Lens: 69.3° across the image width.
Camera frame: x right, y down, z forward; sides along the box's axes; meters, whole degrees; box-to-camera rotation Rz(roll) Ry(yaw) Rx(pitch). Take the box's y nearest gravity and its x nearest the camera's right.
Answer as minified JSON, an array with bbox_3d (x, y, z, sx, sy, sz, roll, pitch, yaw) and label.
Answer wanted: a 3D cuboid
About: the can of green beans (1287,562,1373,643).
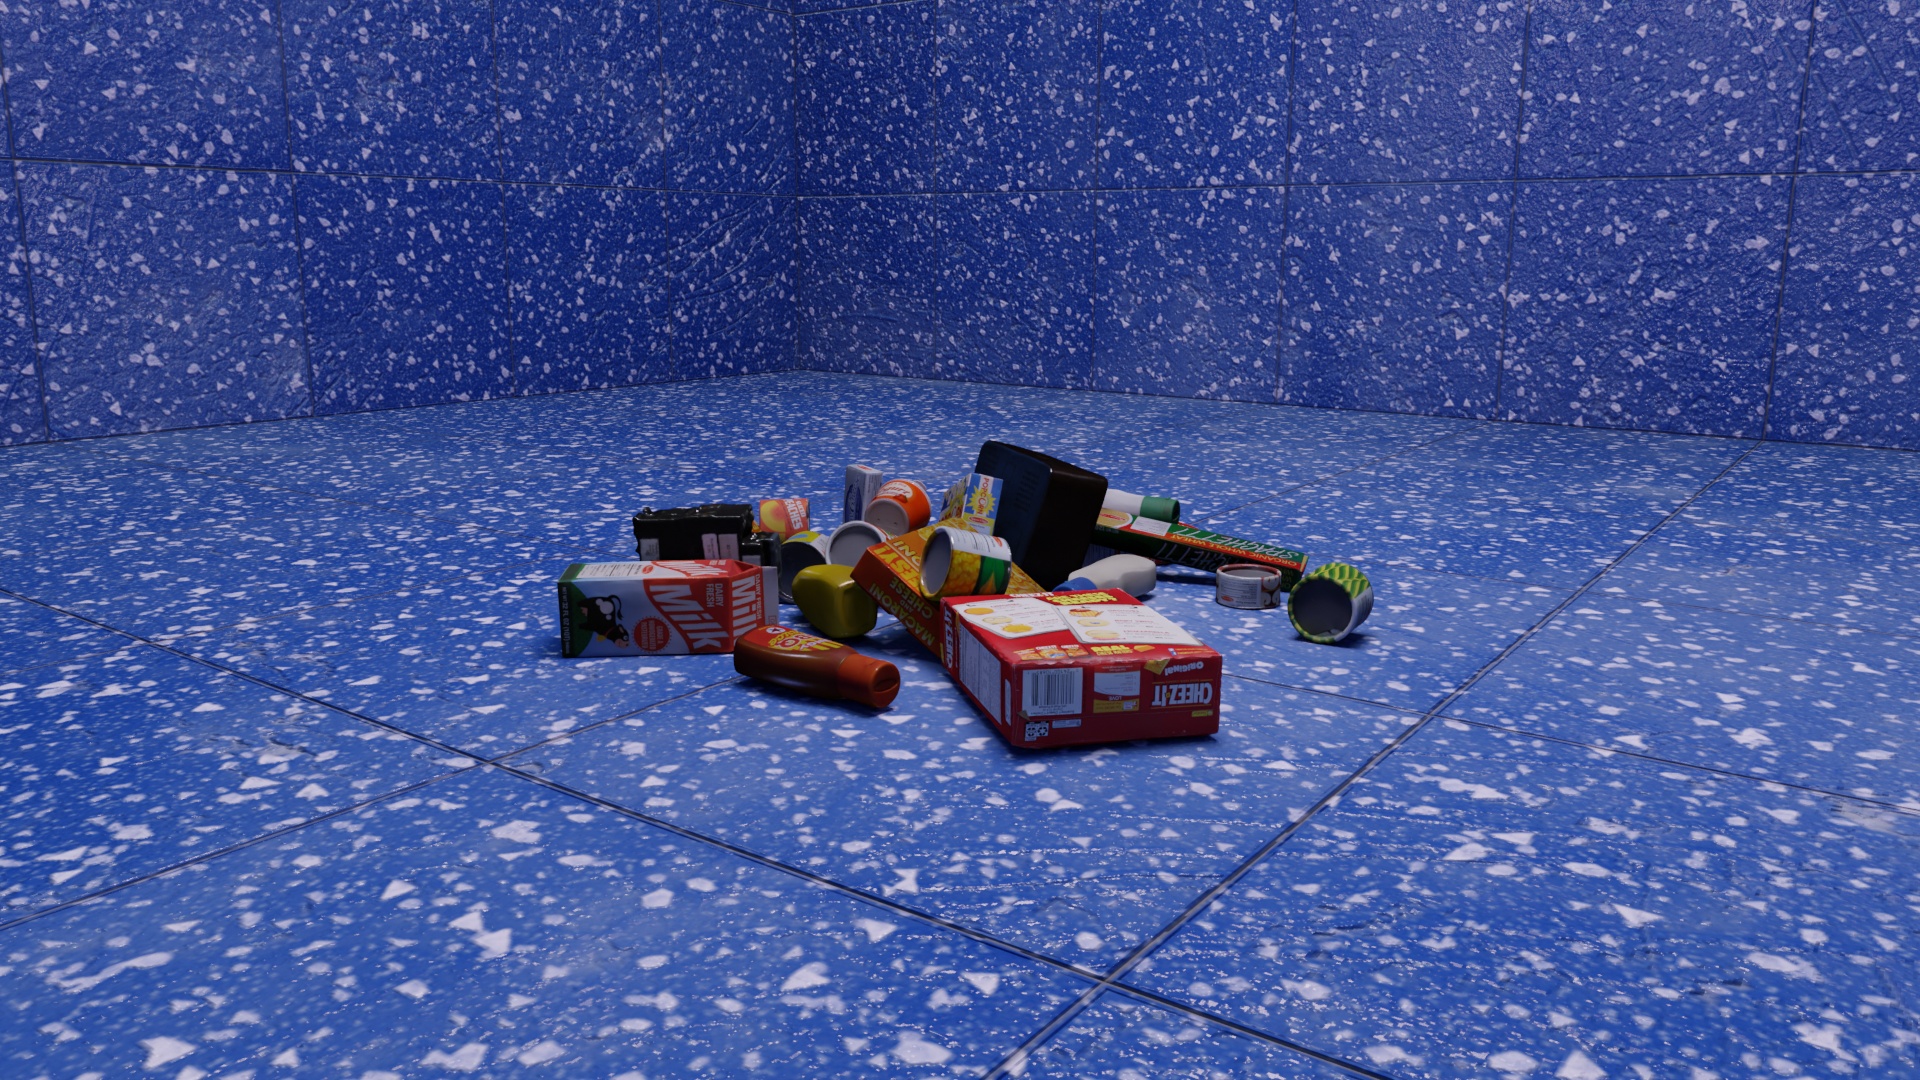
[{"bbox_3d":[0.345,0.058,1.295,0.071,0.071,0.058,7,14,30],"label":"can of green beans"}]

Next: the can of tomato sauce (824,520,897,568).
[{"bbox_3d":[-0.092,0.018,1.415,0.071,0.071,0.083,3,-8,14],"label":"can of tomato sauce"}]

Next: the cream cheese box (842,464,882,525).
[{"bbox_3d":[-0.116,-0.034,1.632,0.024,0.103,0.053,-1,12,-31],"label":"cream cheese box"}]

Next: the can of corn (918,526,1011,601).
[{"bbox_3d":[0.002,0.027,1.206,0.058,0.071,0.071,12,5,-26],"label":"can of corn"}]

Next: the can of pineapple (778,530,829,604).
[{"bbox_3d":[-0.163,0.028,1.429,0.071,0.071,0.058,2,11,8],"label":"can of pineapple"}]

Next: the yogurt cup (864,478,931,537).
[{"bbox_3d":[-0.072,-0.029,1.545,0.072,0.072,0.054,4,20,19],"label":"yogurt cup"}]

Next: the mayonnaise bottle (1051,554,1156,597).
[{"bbox_3d":[0.141,0.047,1.406,0.065,0.041,0.148,6,14,33],"label":"mayonnaise bottle"}]

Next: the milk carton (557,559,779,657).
[{"bbox_3d":[-0.261,0.060,1.259,0.191,0.072,0.073,-2,12,-6],"label":"milk carton"}]

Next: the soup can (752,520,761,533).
[{"bbox_3d":[-0.264,0.004,1.524,0.071,0.071,0.084,5,12,21],"label":"soup can"}]

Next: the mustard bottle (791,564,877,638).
[{"bbox_3d":[-0.128,0.051,1.326,0.049,0.065,0.160,-10,12,-24],"label":"mustard bottle"}]

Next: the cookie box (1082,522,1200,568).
[{"bbox_3d":[0.178,0.000,1.629,0.168,0.040,0.123,-6,13,-27],"label":"cookie box"}]

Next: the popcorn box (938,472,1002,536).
[{"bbox_3d":[0.005,-0.019,1.508,0.038,0.085,0.126,14,-12,-12],"label":"popcorn box"}]

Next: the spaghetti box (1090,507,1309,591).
[{"bbox_3d":[0.251,0.007,1.515,0.250,0.028,0.050,14,25,16],"label":"spaghetti box"}]

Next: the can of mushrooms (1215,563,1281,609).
[{"bbox_3d":[0.297,0.046,1.429,0.071,0.033,0.071,0,12,0],"label":"can of mushrooms"}]

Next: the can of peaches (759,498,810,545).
[{"bbox_3d":[-0.206,-0.018,1.631,0.058,0.071,0.071,-2,12,-4],"label":"can of peaches"}]

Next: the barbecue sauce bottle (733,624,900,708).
[{"bbox_3d":[-0.114,0.103,1.127,0.148,0.043,0.065,11,15,39],"label":"barbecue sauce bottle"}]

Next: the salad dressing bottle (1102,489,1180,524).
[{"bbox_3d":[0.177,-0.037,1.601,0.147,0.044,0.064,7,14,25],"label":"salad dressing bottle"}]

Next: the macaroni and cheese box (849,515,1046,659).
[{"bbox_3d":[-0.007,0.043,1.287,0.124,0.040,0.167,41,28,17],"label":"macaroni and cheese box"}]
